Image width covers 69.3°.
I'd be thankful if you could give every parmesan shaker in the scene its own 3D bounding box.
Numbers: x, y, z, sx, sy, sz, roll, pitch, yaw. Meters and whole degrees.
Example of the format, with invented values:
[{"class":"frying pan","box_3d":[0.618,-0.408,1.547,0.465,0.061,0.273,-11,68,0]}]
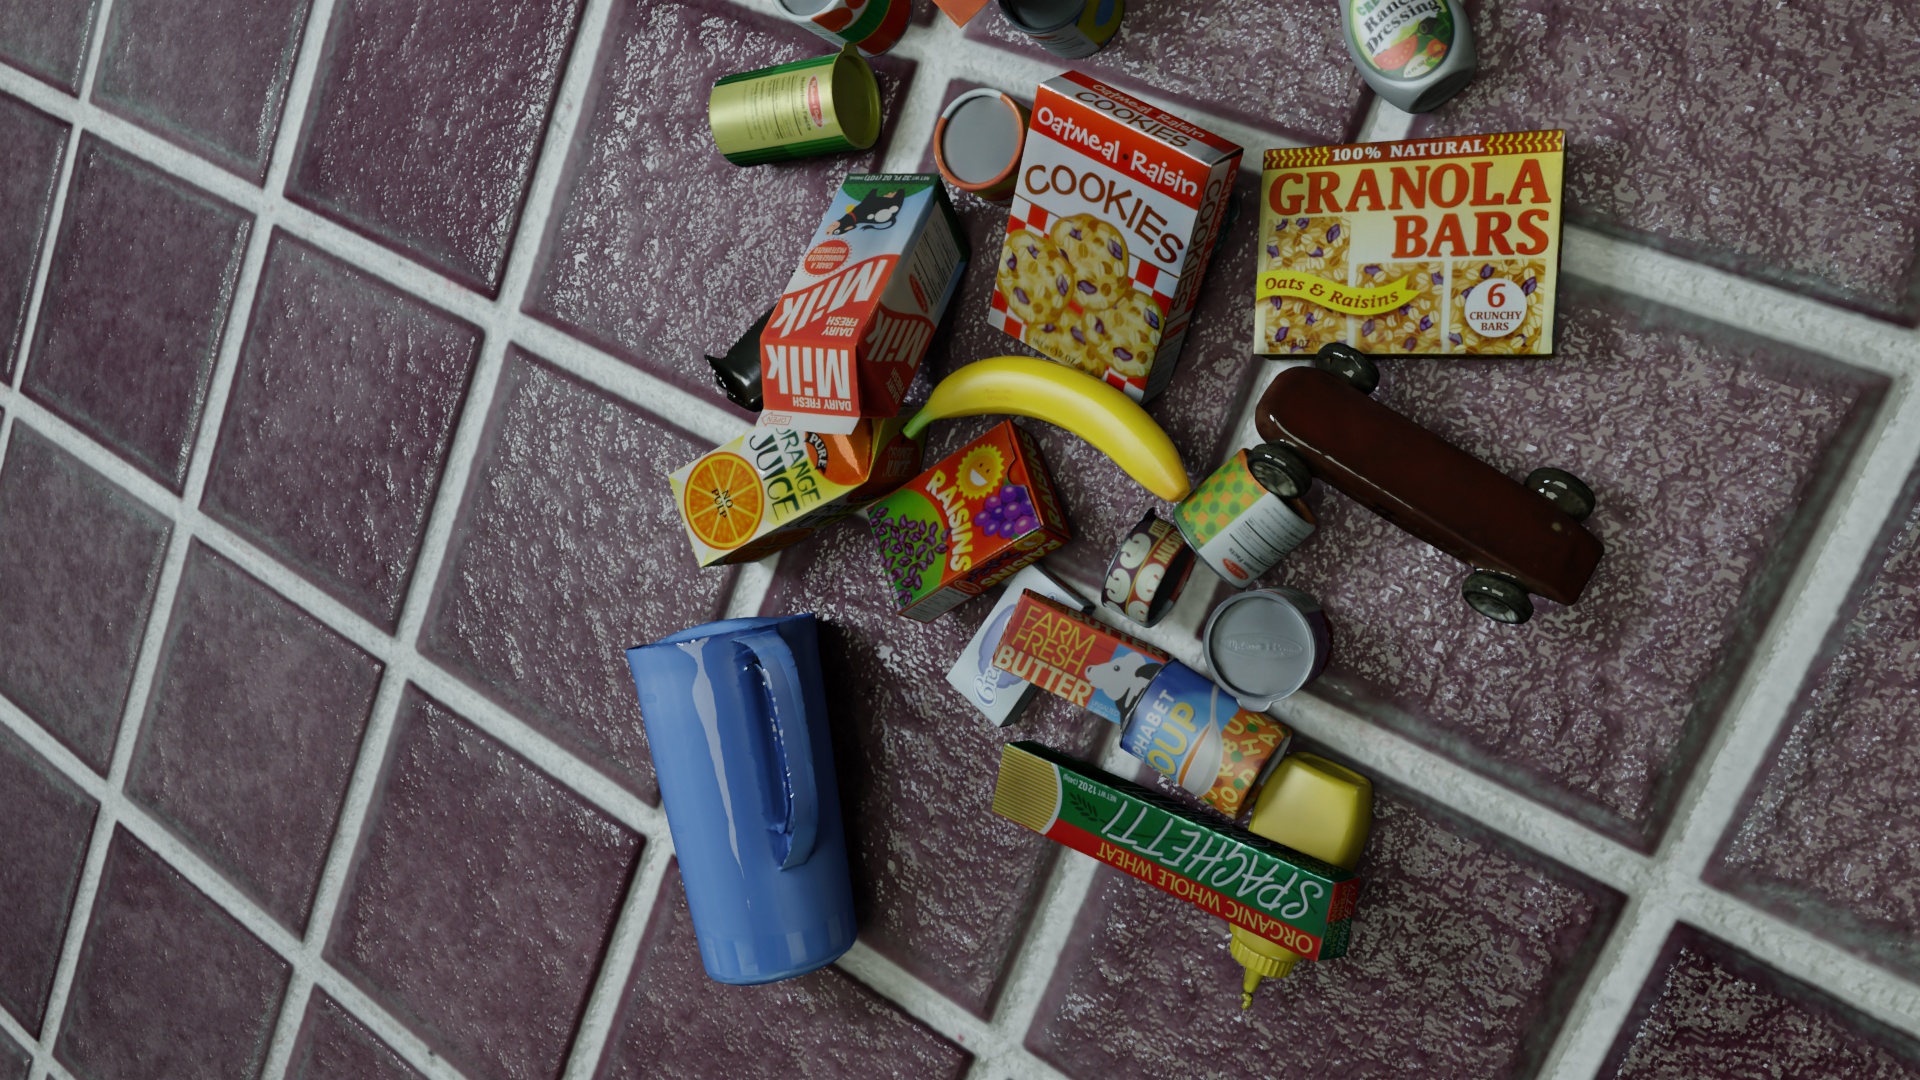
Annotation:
[{"class":"parmesan shaker","box_3d":[-0.116,-0.304,0.974,0.103,0.071,0.071,-1,91,27]}]

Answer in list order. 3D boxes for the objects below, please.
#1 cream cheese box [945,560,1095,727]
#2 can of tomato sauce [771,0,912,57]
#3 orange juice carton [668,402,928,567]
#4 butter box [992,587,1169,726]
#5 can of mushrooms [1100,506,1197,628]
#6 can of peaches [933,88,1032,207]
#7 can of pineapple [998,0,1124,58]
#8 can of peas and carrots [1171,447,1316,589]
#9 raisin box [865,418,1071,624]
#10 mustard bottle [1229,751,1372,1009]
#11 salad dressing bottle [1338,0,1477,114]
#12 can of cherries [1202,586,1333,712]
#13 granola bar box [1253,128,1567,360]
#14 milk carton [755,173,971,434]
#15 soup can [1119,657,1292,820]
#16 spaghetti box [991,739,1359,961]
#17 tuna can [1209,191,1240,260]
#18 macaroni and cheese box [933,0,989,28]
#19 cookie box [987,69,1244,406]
[{"class":"cream cheese box","box_3d":[0.039,0.068,0.926,0.053,0.024,0.103,40,107,22]},{"class":"can of tomato sauce","box_3d":[-0.080,-0.375,0.945,0.071,0.083,0.071,1,92,27]},{"class":"orange juice carton","box_3d":[-0.102,-0.051,0.968,0.192,0.072,0.073,-26,81,25]},{"class":"butter box","box_3d":[0.076,0.075,0.887,0.103,0.024,0.053,25,105,2]},{"class":"can of mushrooms","box_3d":[0.119,0.017,0.861,0.033,0.071,0.071,29,104,23]},{"class":"can of peaches","box_3d":[0.024,-0.254,0.909,0.071,0.058,0.071,0,91,27]},{"class":"can of pineapple","box_3d":[0.066,-0.350,0.887,0.071,0.058,0.071,1,91,26]},{"class":"can of peas and carrots","box_3d":[0.170,-0.015,0.837,0.058,0.071,0.071,-43,73,20]},{"class":"raisin box","box_3d":[0.003,-0.012,0.921,0.123,0.040,0.086,-31,58,23]},{"class":"mustard bottle","box_3d":[0.196,0.209,0.836,0.065,0.049,0.160,24,103,30]},{"class":"salad dressing bottle","box_3d":[0.242,-0.320,0.807,0.064,0.044,0.148,-33,76,24]},{"class":"can of cherries","box_3d":[0.185,0.064,0.834,0.071,0.058,0.071,1,92,26]},{"class":"granola bar box","box_3d":[0.258,-0.167,0.804,0.165,0.039,0.124,4,93,27]},{"class":"milk carton","box_3d":[-0.065,-0.145,0.894,0.072,0.073,0.191,6,58,25]},{"class":"soup can","box_3d":[0.148,0.122,0.846,0.084,0.071,0.071,31,105,22]},{"class":"spaghetti box","box_3d":[0.122,0.183,0.848,0.250,0.029,0.050,17,99,41]},{"class":"tuna can","box_3d":[0.136,-0.204,0.868,0.071,0.033,0.071,1,91,27]},{"class":"macaroni and cheese box","box_3d":[0.028,-0.393,0.854,0.123,0.167,0.040,-38,117,22]},{"class":"cookie box","box_3d":[0.090,-0.183,0.848,0.123,0.040,0.166,33,134,23]}]
